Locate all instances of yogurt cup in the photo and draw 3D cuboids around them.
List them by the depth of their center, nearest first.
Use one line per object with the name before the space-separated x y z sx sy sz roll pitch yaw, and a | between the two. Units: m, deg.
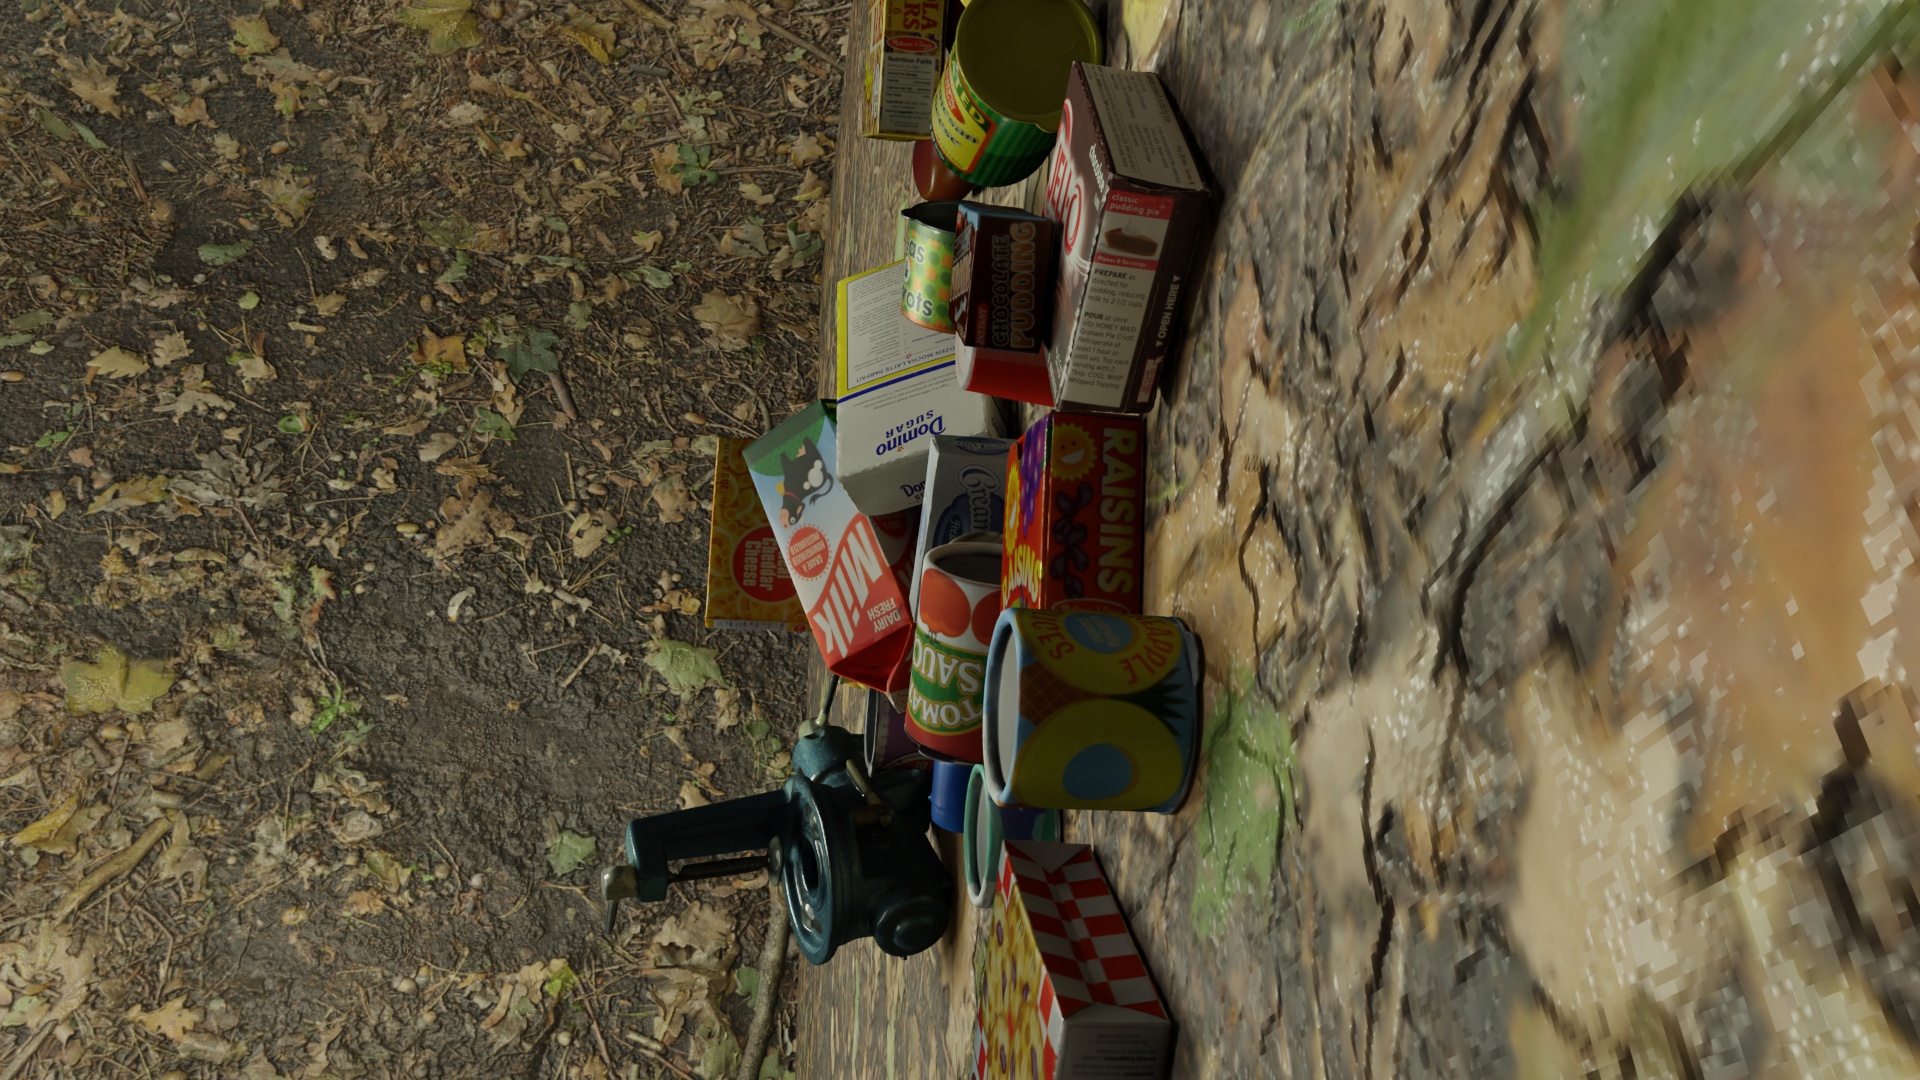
yogurt cup | 0.028 -0.092 0.616 0.072 0.054 0.072 -175 88 -81

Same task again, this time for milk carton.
milk carton | -0.055 0.013 0.853 0.073 0.072 0.191 -30 77 31

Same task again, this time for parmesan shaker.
parmesan shaker | 0.024 -0.210 0.658 0.103 0.071 0.071 162 112 -81

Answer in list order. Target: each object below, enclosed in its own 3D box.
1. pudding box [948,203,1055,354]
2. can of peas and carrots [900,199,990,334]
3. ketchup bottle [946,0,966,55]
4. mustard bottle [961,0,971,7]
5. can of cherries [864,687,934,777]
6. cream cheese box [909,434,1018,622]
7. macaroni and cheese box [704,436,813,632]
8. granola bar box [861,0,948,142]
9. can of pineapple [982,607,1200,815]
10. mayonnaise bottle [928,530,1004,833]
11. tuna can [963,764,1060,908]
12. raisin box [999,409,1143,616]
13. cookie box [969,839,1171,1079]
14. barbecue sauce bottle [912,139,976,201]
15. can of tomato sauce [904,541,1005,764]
pudding box | 0.014 -0.103 0.536 0.084 0.030 0.049 -106 22 -73
can of peas and carrots | -0.001 -0.152 0.773 0.071 0.071 0.058 -102 17 -60
ketchup bottle | 0.012 -0.320 0.853 0.149 0.043 0.064 -101 15 -58
mustard bottle | 0.025 -0.286 0.689 0.160 0.065 0.048 -117 28 -80
can of cherries | -0.029 0.117 0.891 0.071 0.058 0.071 -174 88 -80
cream cheese box | 0.006 -0.004 0.727 0.024 0.053 0.103 -105 21 -58
macaroni and cheese box | -0.083 0.000 0.928 0.040 0.167 0.124 126 146 -74
granola bar box | -0.036 -0.319 0.885 0.166 0.039 0.123 -116 29 -73
can of pineapple | 0.041 0.054 0.457 0.071 0.058 0.071 -174 88 -81
mayonnaise bottle | 0.008 0.072 0.699 0.065 0.041 0.147 -32 -52 -68
tuna can | 0.023 0.131 0.631 0.071 0.033 0.071 -175 88 -81
raisin box | 0.040 0.018 0.542 0.086 0.040 0.123 139 135 -79
cookie box | 0.033 0.214 0.510 0.123 0.040 0.167 -117 33 -74
barbecue sauce bottle | -0.002 -0.260 0.915 0.149 0.044 0.064 -137 52 -78
can of tomato sauce | 0.010 0.049 0.623 0.071 0.071 0.082 -114 29 -71
